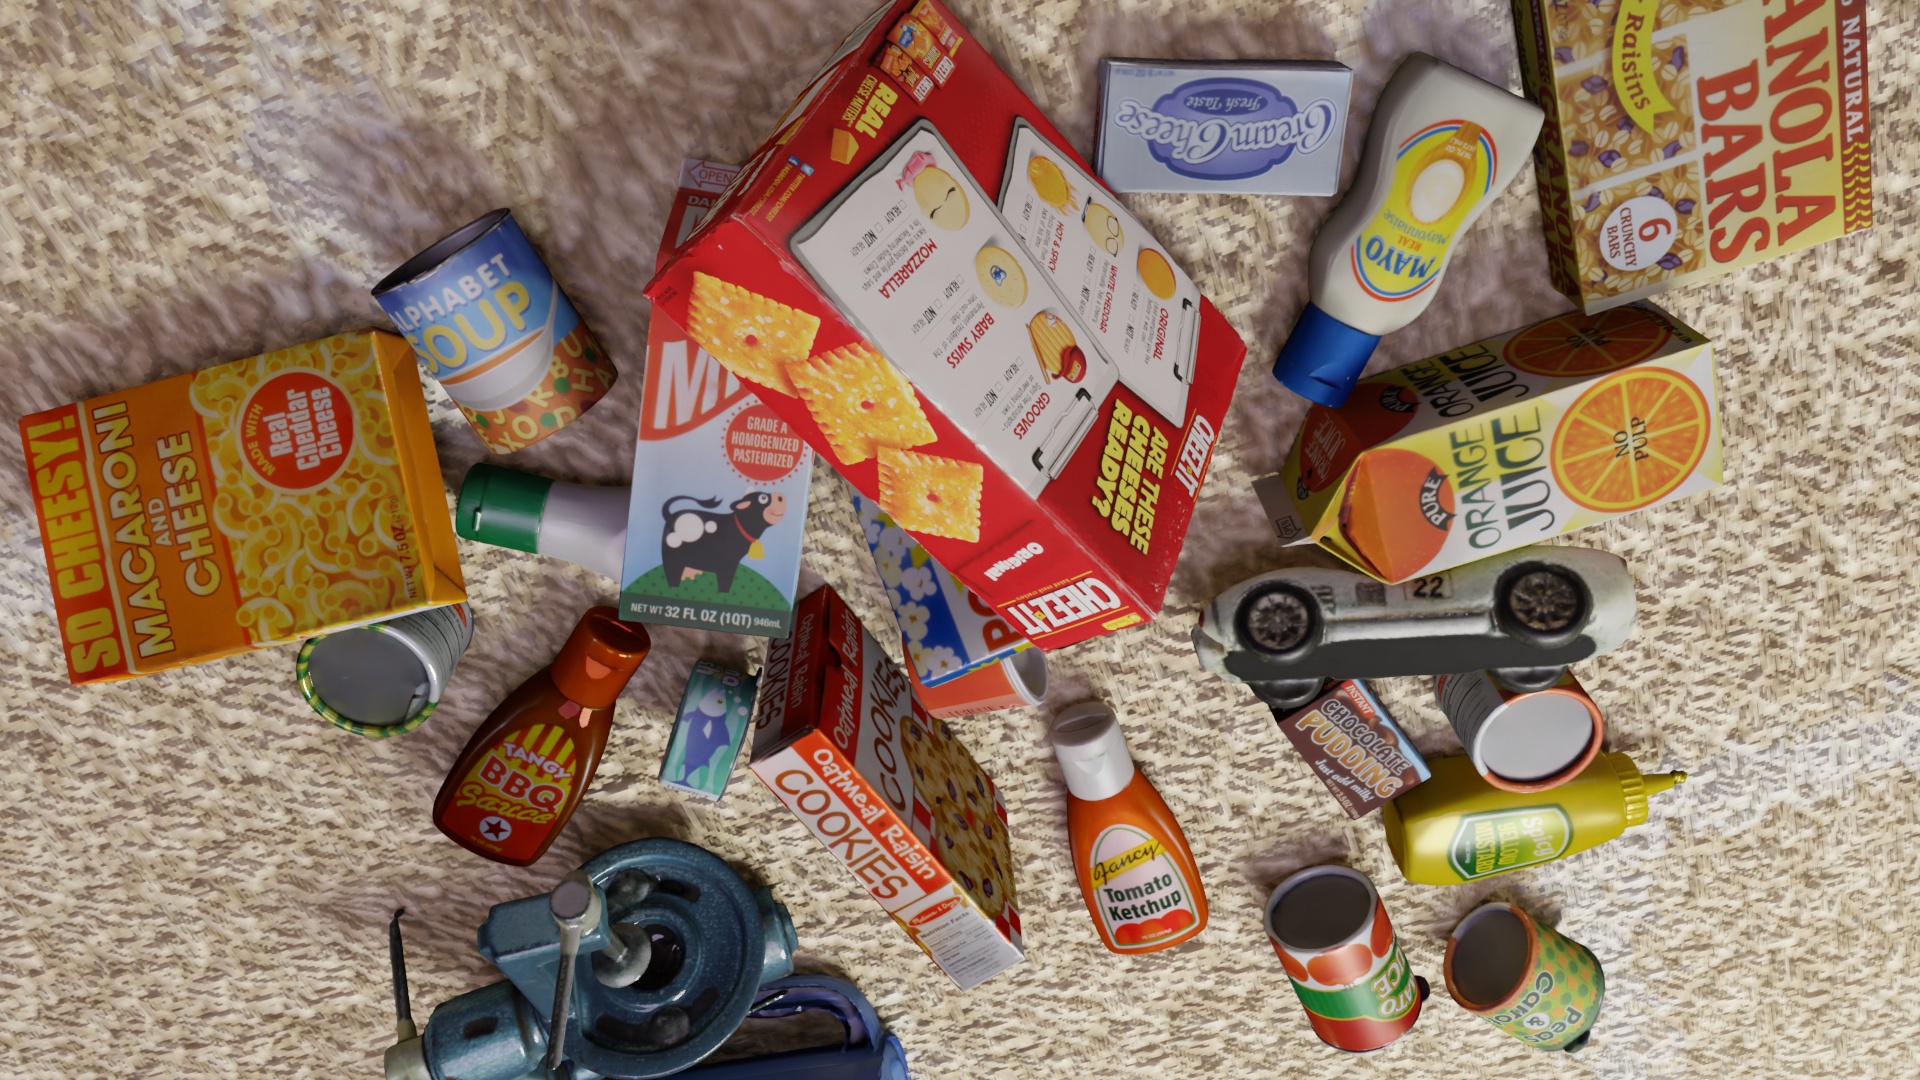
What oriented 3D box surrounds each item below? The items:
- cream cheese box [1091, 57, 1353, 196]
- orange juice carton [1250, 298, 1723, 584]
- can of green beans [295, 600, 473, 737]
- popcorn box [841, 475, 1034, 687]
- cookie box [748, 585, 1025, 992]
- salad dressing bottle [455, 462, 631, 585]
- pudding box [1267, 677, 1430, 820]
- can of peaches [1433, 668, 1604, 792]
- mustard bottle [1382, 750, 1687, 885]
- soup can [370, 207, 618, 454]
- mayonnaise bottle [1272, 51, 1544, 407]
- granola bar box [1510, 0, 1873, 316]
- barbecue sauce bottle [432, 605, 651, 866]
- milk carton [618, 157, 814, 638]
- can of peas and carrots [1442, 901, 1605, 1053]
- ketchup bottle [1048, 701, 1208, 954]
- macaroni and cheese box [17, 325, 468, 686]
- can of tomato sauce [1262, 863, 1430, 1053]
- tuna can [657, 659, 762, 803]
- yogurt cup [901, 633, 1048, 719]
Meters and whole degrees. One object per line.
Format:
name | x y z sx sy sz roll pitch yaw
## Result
cream cheese box | 0.108 -0.174 0.583 0.104 0.024 0.053 0 118 -3
orange juice carton | 0.232 -0.041 0.632 0.193 0.072 0.072 -18 117 7
can of green beans | -0.276 0.052 0.668 0.071 0.058 0.071 -1 118 -2
popcorn box | 0.002 -0.008 0.623 0.085 0.038 0.127 -23 81 10
cookie box | -0.032 0.117 0.676 0.040 0.123 0.167 -32 115 13
salad dressing bottle | -0.157 -0.004 0.652 0.148 0.044 0.064 13 115 -8
pudding box | 0.204 0.102 0.731 0.049 0.030 0.083 -34 114 14
can of peaches | 0.287 0.086 0.709 0.071 0.058 0.071 -1 118 -1
mustard bottle | 0.311 0.141 0.745 0.160 0.049 0.065 -13 121 4
soup can | -0.196 -0.087 0.590 0.071 0.072 0.083 -25 116 11
mayonnaise bottle | 0.185 -0.129 0.600 0.065 0.041 0.147 19 115 -11
granola bar box | 0.301 -0.191 0.574 0.124 0.039 0.165 -17 117 7
barbecue sauce bottle | -0.208 0.098 0.703 0.065 0.044 0.148 31 112 -16
milk carton | -0.095 -0.061 0.590 0.072 0.073 0.190 8 96 -6
can of peas and carrots | 0.320 0.250 0.790 0.058 0.071 0.070 31 113 -17
ketchup bottle | 0.086 0.154 0.746 0.065 0.044 0.148 -18 117 7
macaroni and cheese box | -0.315 -0.013 0.613 0.166 0.040 0.123 -13 87 5
can of tomato sauce | 0.216 0.233 0.779 0.071 0.071 0.083 -24 116 10
tuna can | -0.125 0.092 0.692 0.033 0.071 0.070 18 116 -11
yogurt cup | 0.006 0.054 0.679 0.054 0.073 0.072 -19 117 17
